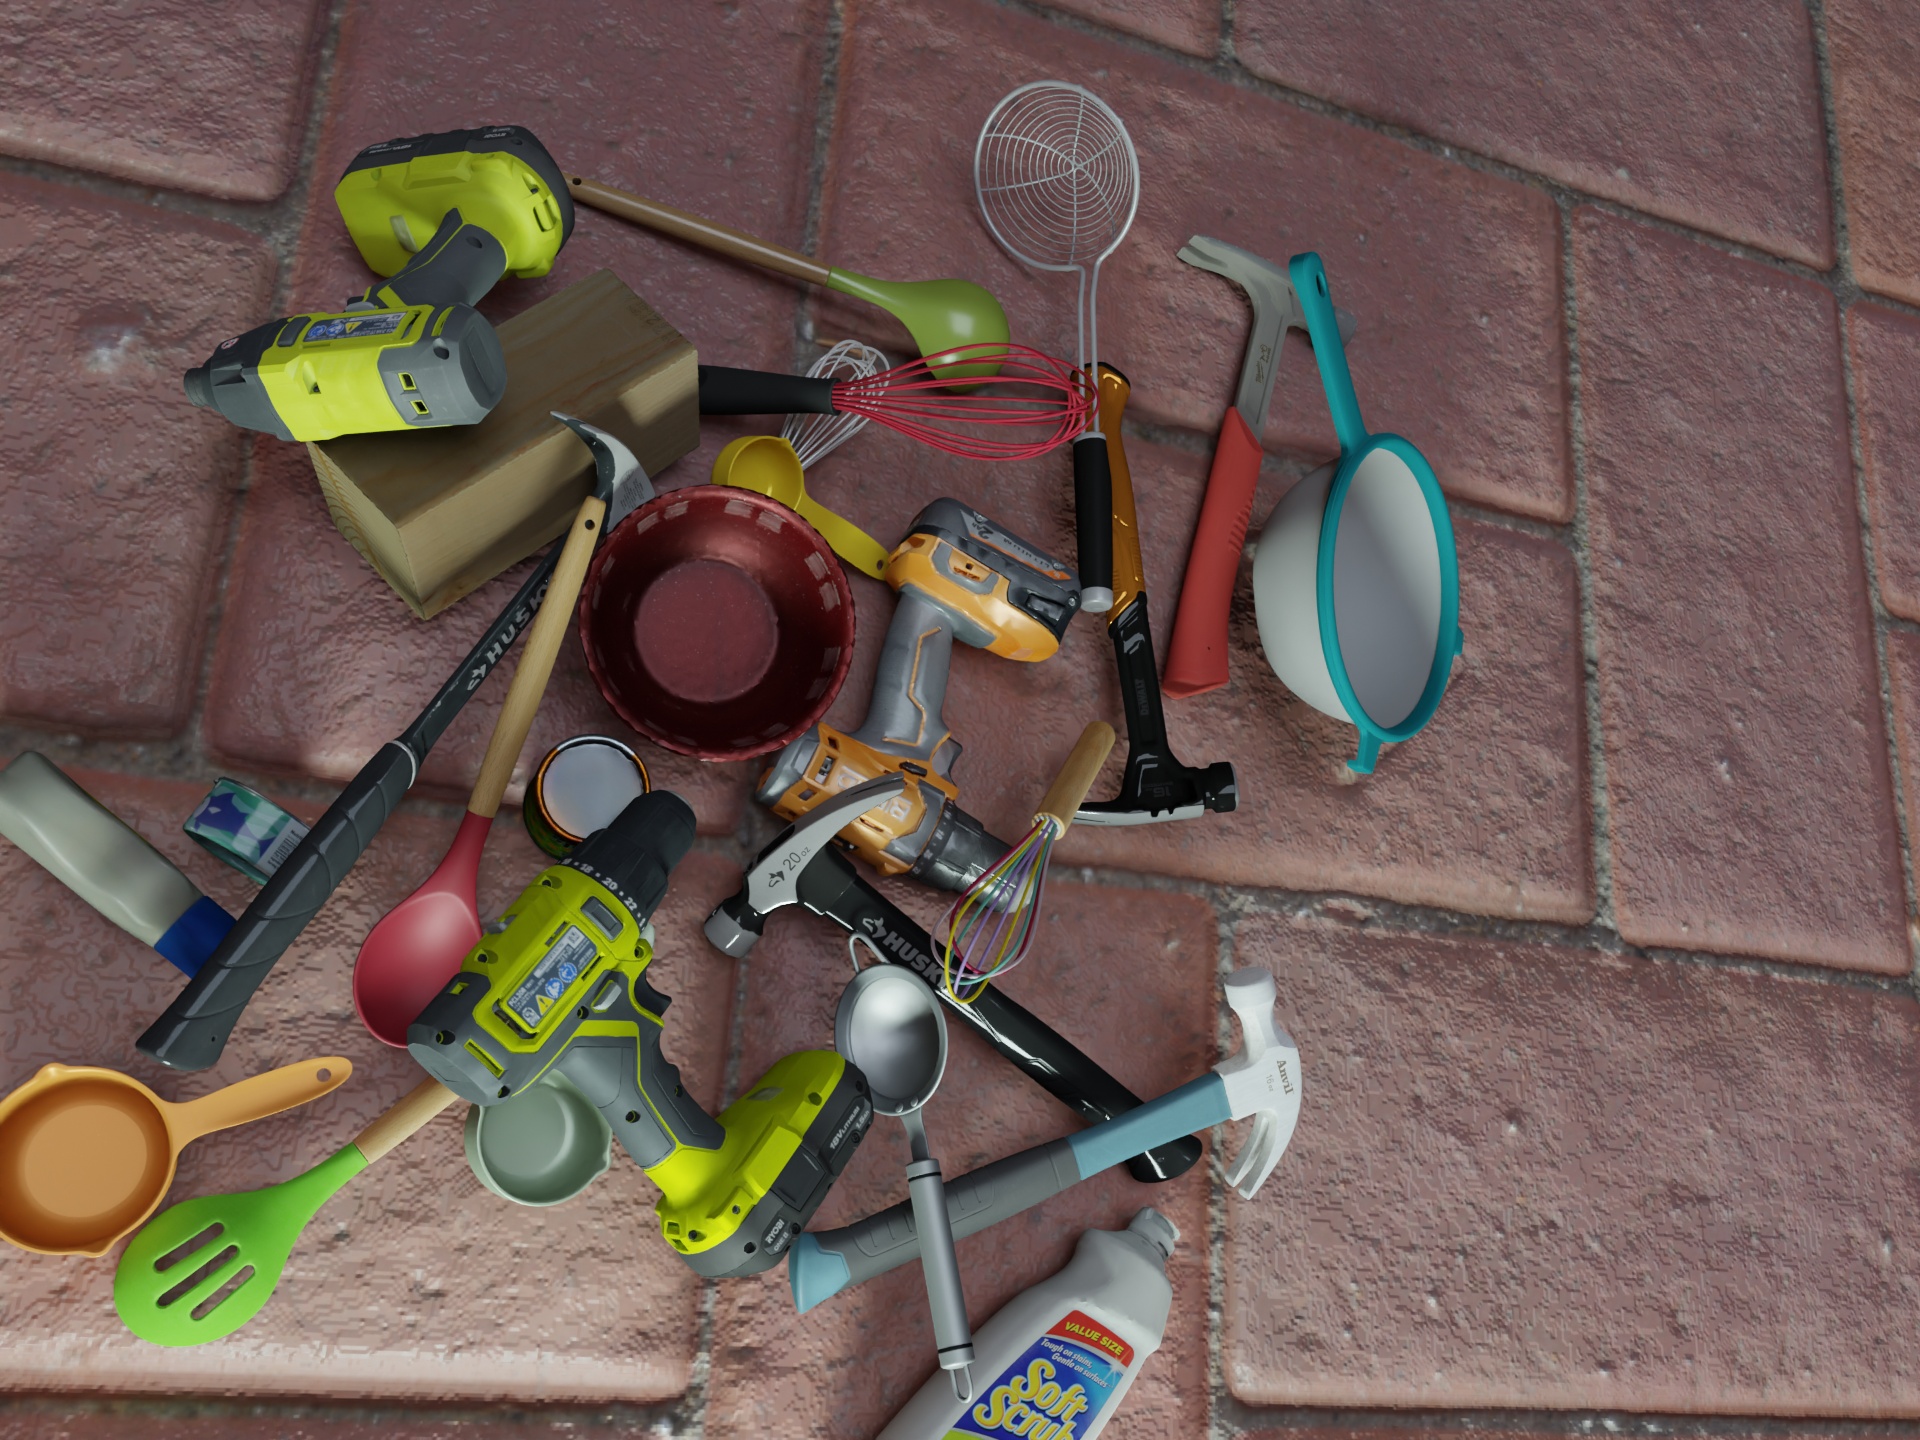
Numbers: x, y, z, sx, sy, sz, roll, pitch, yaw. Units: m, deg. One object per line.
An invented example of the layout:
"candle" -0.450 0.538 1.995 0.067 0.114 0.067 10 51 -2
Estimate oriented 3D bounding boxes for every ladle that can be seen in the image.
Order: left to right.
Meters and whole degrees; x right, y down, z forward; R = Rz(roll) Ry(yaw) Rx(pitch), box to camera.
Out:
"ladle" -0.254 0.026 0.868 0.069 0.031 0.315 20 91 -29
"ladle" -0.116 -0.302 1.074 0.320 0.062 0.078 17 71 -9

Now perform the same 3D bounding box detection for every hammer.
"hammer" -0.289 0.007 0.850 0.036 0.149 0.409 25 65 14
"hammer" 0.019 0.171 0.962 0.334 0.035 0.146 40 100 -13
"hammer" 0.053 0.262 0.938 0.331 0.033 0.128 -20 101 -13
"hammer" 0.102 -0.093 1.085 0.127 0.034 0.337 -6 71 0
"hammer" 0.192 -0.184 1.158 0.149 0.036 0.359 23 67 -14

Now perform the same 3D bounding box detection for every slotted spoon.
"slotted spoon" -0.301 0.212 0.853 0.314 0.031 0.070 -38 96 -28

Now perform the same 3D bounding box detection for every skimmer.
"skimmer" 0.069 -0.255 1.078 0.090 0.127 0.363 20 63 -50

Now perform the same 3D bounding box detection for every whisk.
"whisk" -0.122 -0.154 1.024 0.059 0.057 0.246 23 66 23
"whisk" -0.058 -0.200 0.982 0.296 0.073 0.073 6 69 17
"whisk" 0.044 0.073 0.934 0.047 0.051 0.245 48 42 -13

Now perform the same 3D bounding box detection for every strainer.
"strainer" -0.022 0.244 0.890 0.050 0.087 0.259 14 56 -47
"strainer" 0.244 -0.146 1.089 0.211 0.095 0.340 -41 119 -42

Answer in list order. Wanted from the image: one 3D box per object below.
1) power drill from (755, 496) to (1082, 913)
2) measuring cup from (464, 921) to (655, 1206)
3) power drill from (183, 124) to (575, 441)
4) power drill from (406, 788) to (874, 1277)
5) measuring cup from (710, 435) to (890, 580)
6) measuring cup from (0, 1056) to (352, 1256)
"power drill" -0.002 -0.003 1.006 0.185 0.084 0.226 30 71 -11
"measuring cup" -0.216 0.187 0.886 0.083 0.038 0.168 37 58 -24
"power drill" -0.318 -0.241 0.889 0.171 0.080 0.223 -2 45 12
"power drill" -0.156 0.168 0.861 0.228 0.080 0.191 50 55 -19
"measuring cup" -0.097 -0.128 1.008 0.156 0.029 0.062 33 77 -46
"measuring cup" -0.398 0.206 0.803 0.173 0.052 0.095 -16 81 -28
